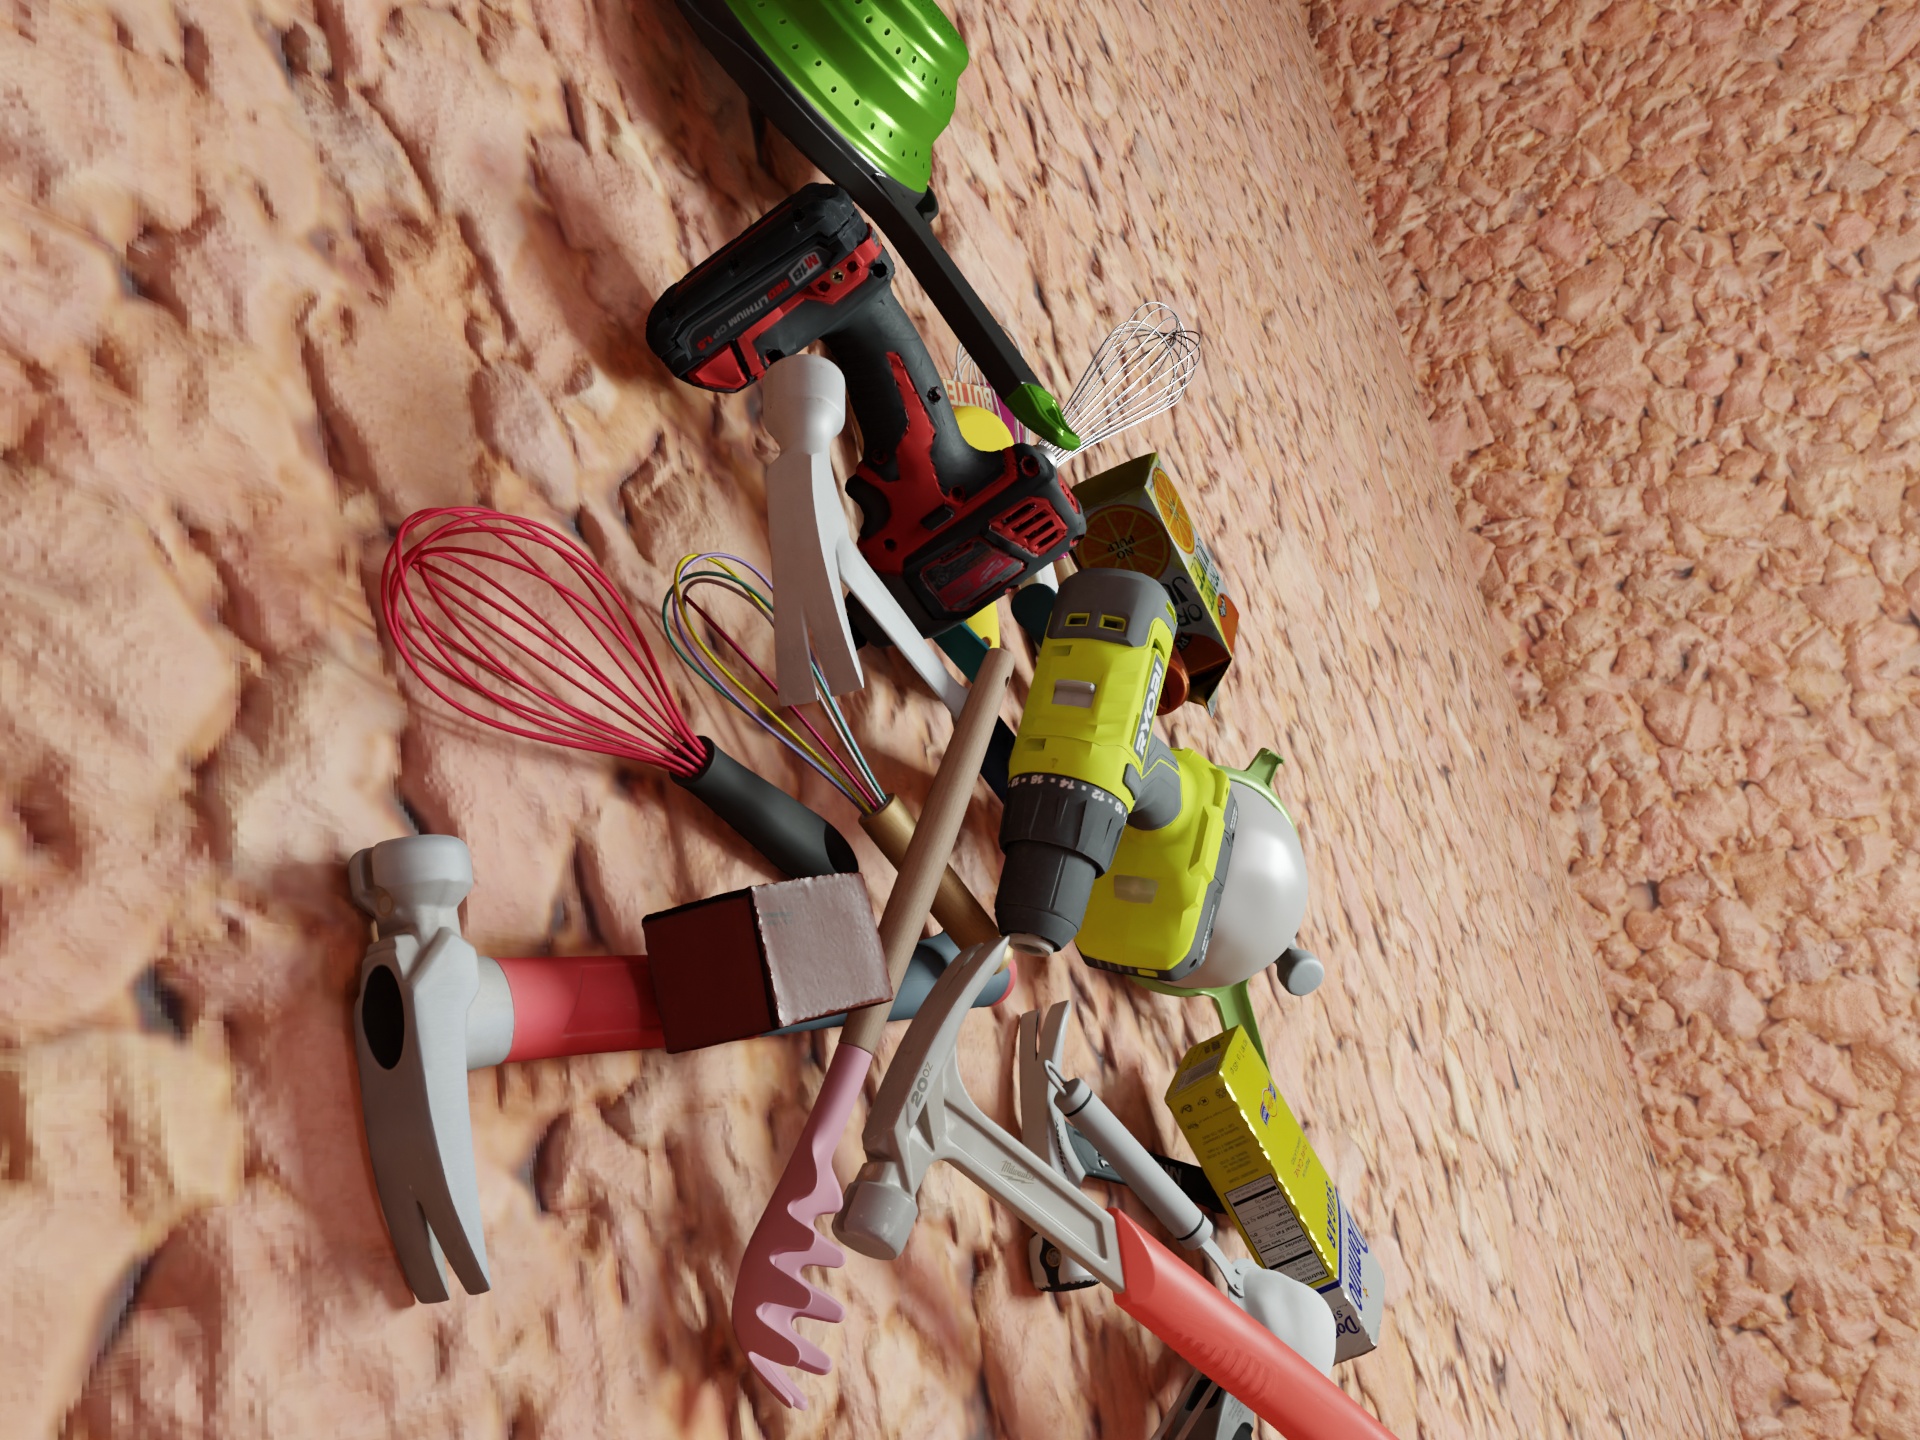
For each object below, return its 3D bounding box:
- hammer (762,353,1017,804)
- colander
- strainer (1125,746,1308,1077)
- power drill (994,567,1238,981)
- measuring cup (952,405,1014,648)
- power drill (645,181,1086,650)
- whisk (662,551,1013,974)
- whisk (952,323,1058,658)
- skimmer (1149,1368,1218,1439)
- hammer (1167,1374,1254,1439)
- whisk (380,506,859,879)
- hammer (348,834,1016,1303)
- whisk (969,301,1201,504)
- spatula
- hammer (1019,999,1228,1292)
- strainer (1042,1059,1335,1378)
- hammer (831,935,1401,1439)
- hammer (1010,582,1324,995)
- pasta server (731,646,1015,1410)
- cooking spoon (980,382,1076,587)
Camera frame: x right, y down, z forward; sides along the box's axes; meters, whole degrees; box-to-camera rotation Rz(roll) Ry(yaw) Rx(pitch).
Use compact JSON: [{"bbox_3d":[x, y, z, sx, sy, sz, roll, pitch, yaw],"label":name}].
[{"bbox_3d":[-0.001,-0.002,0.782,0.405,0.035,0.144,52,31,-59],"label":"hammer"},{"bbox_3d":[-0.021,-0.320,0.877,0.397,0.094,0.204,57,21,19],"label":"colander"},{"bbox_3d":[0.175,0.155,0.994,0.069,0.151,0.256,18,-53,69],"label":"strainer"},{"bbox_3d":[0.080,0.055,0.834,0.228,0.080,0.191,55,46,-58],"label":"power drill"},{"bbox_3d":[0.011,-0.110,0.932,0.062,0.029,0.156,-3,80,-26],"label":"measuring cup"},{"bbox_3d":[-0.050,-0.139,0.791,0.219,0.143,0.079,52,11,-23],"label":"power drill"},{"bbox_3d":[-0.054,0.026,0.726,0.244,0.051,0.047,53,4,-16],"label":"whisk"},{"bbox_3d":[0.040,-0.144,1.054,0.057,0.059,0.246,-9,84,-48],"label":"whisk"},{"bbox_3d":[0.127,0.343,0.803,0.127,0.090,0.363,45,28,14],"label":"skimmer"},{"bbox_3d":[0.187,0.530,0.869,0.146,0.035,0.335,-12,83,-64],"label":"hammer"},{"bbox_3d":[-0.120,0.007,0.644,0.295,0.073,0.073,46,35,-49],"label":"whisk"},{"bbox_3d":[-0.079,0.127,0.652,0.386,0.038,0.143,12,62,-59],"label":"hammer"},{"bbox_3d":[0.068,-0.180,1.020,0.285,0.070,0.070,-46,116,-31],"label":"whisk"},{"bbox_3d":[-0.039,-0.159,0.918,0.082,0.044,0.318,88,-13,-74],"label":"spatula"},{"bbox_3d":[0.145,0.278,0.968,0.408,0.036,0.149,32,44,-51],"label":"hammer"},{"bbox_3d":[0.127,0.269,0.821,0.258,0.050,0.087,49,21,-8],"label":"strainer"},{"bbox_3d":[0.100,0.260,0.742,0.358,0.037,0.149,42,53,-20],"label":"hammer"},{"bbox_3d":[0.132,0.042,1.047,0.330,0.033,0.128,53,1,-27],"label":"hammer"},{"bbox_3d":[-0.026,0.110,0.644,0.060,0.040,0.316,72,36,-63],"label":"pasta server"},{"bbox_3d":[0.079,-0.089,1.117,0.069,0.017,0.319,-29,97,-63],"label":"cooking spoon"}]
